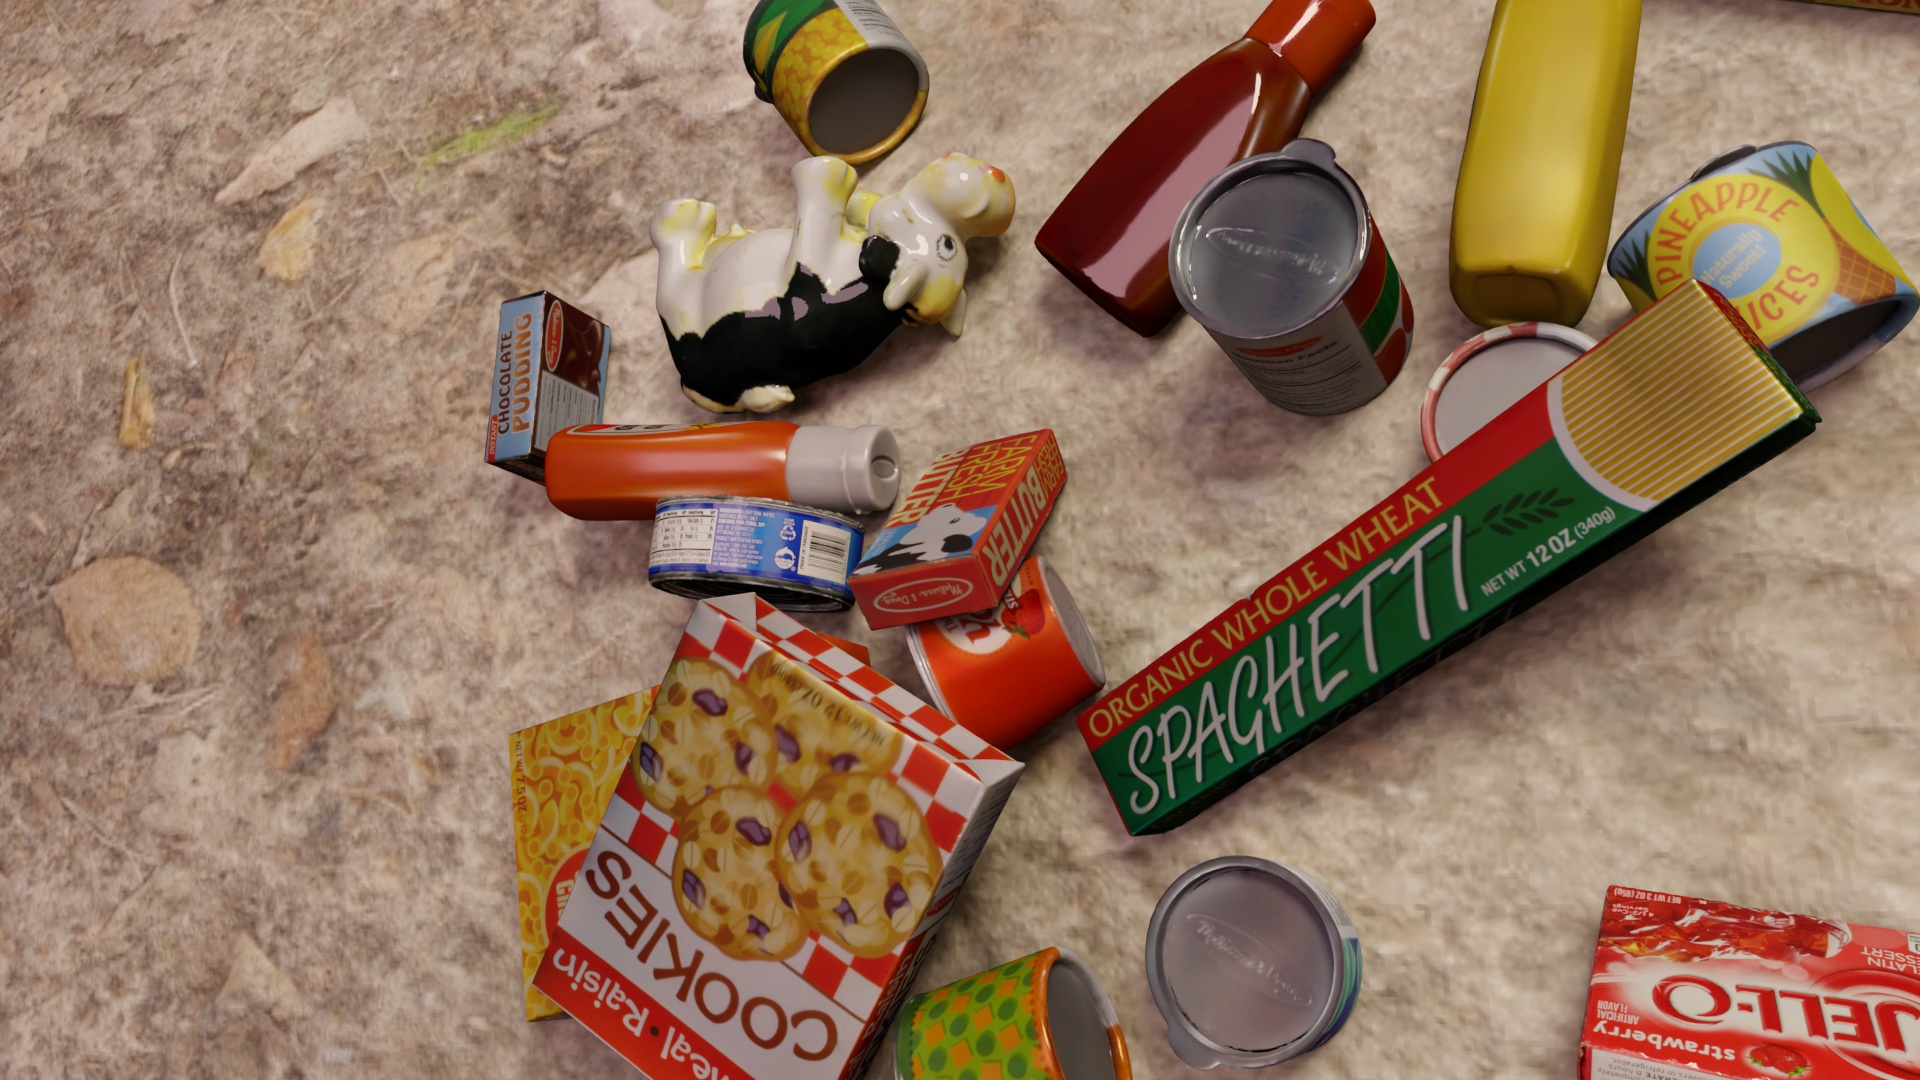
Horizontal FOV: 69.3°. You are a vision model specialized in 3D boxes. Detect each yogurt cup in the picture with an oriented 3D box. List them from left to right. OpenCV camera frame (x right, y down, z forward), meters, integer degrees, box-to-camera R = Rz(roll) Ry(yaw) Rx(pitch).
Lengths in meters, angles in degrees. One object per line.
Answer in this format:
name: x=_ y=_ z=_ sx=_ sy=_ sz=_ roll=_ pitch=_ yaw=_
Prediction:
yogurt cup: x=0.018 y=0.041 z=0.515 sx=0.054 sy=0.072 sz=0.072 roll=-27 pitch=65 yaw=11

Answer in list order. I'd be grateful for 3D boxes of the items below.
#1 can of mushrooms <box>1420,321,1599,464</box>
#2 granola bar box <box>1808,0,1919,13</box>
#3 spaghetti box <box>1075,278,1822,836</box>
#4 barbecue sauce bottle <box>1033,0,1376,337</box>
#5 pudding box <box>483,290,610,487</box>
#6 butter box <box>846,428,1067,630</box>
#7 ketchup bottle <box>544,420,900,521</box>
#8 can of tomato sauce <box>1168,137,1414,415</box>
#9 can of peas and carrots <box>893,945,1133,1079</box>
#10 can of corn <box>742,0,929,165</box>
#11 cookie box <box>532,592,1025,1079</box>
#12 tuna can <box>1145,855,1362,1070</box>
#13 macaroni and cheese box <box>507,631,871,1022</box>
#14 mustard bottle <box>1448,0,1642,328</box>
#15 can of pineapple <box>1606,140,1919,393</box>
can of mushrooms: x=0.187 y=-0.036 z=0.462 sx=0.071 sy=0.033 sz=0.071 roll=-7 pitch=73 yaw=26
granola bar box: x=0.314 y=-0.260 z=0.455 sx=0.124 sy=0.039 sz=0.165 roll=23 pitch=88 yaw=31
spaghetti box: x=0.138 y=0.017 z=0.442 sx=0.249 sy=0.029 sz=0.050 roll=-40 pitch=61 yaw=30
barbecue sauce bottle: x=0.098 y=-0.153 z=0.538 sx=0.148 sy=0.043 sz=0.065 roll=-50 pitch=60 yaw=7
pudding box: x=-0.198 y=-0.071 z=0.669 sx=0.030 sy=0.049 sz=0.084 roll=-6 pitch=74 yaw=25
butter box: x=0.002 y=-0.007 z=0.521 sx=0.053 sy=0.104 sz=0.024 roll=-11 pitch=114 yaw=26
ketchup bottle: x=-0.101 y=-0.030 z=0.602 sx=0.149 sy=0.065 sz=0.043 roll=1 pitch=91 yaw=19
can of tomato sauce: x=0.118 y=-0.089 z=0.485 sx=0.071 sy=0.083 sz=0.071 roll=-8 pitch=73 yaw=26
can of peas and carrots: x=0.019 y=0.180 z=0.471 sx=0.058 sy=0.071 sz=0.071 roll=-26 pitch=65 yaw=19
can of corn: x=-0.057 y=-0.210 z=0.624 sx=0.071 sy=0.071 sz=0.058 roll=-41 pitch=61 yaw=13
cookie box: x=-0.069 y=0.121 z=0.496 sx=0.123 sy=0.040 sz=0.167 roll=30 pitch=104 yaw=19
tuna can: x=0.096 y=0.141 z=0.461 sx=0.071 sy=0.033 sz=0.071 roll=-8 pitch=72 yaw=26
macaroni and cheese box: x=-0.109 y=0.121 z=0.572 sx=0.166 sy=0.040 sz=0.124 roll=-19 pitch=69 yaw=23
mustard bottle: x=0.202 y=-0.152 z=0.473 sx=0.049 sy=0.065 sz=0.160 roll=7 pitch=74 yaw=27
can of pineapple: x=0.243 y=-0.078 z=0.424 sx=0.071 sy=0.071 sz=0.058 roll=-28 pitch=65 yaw=19
